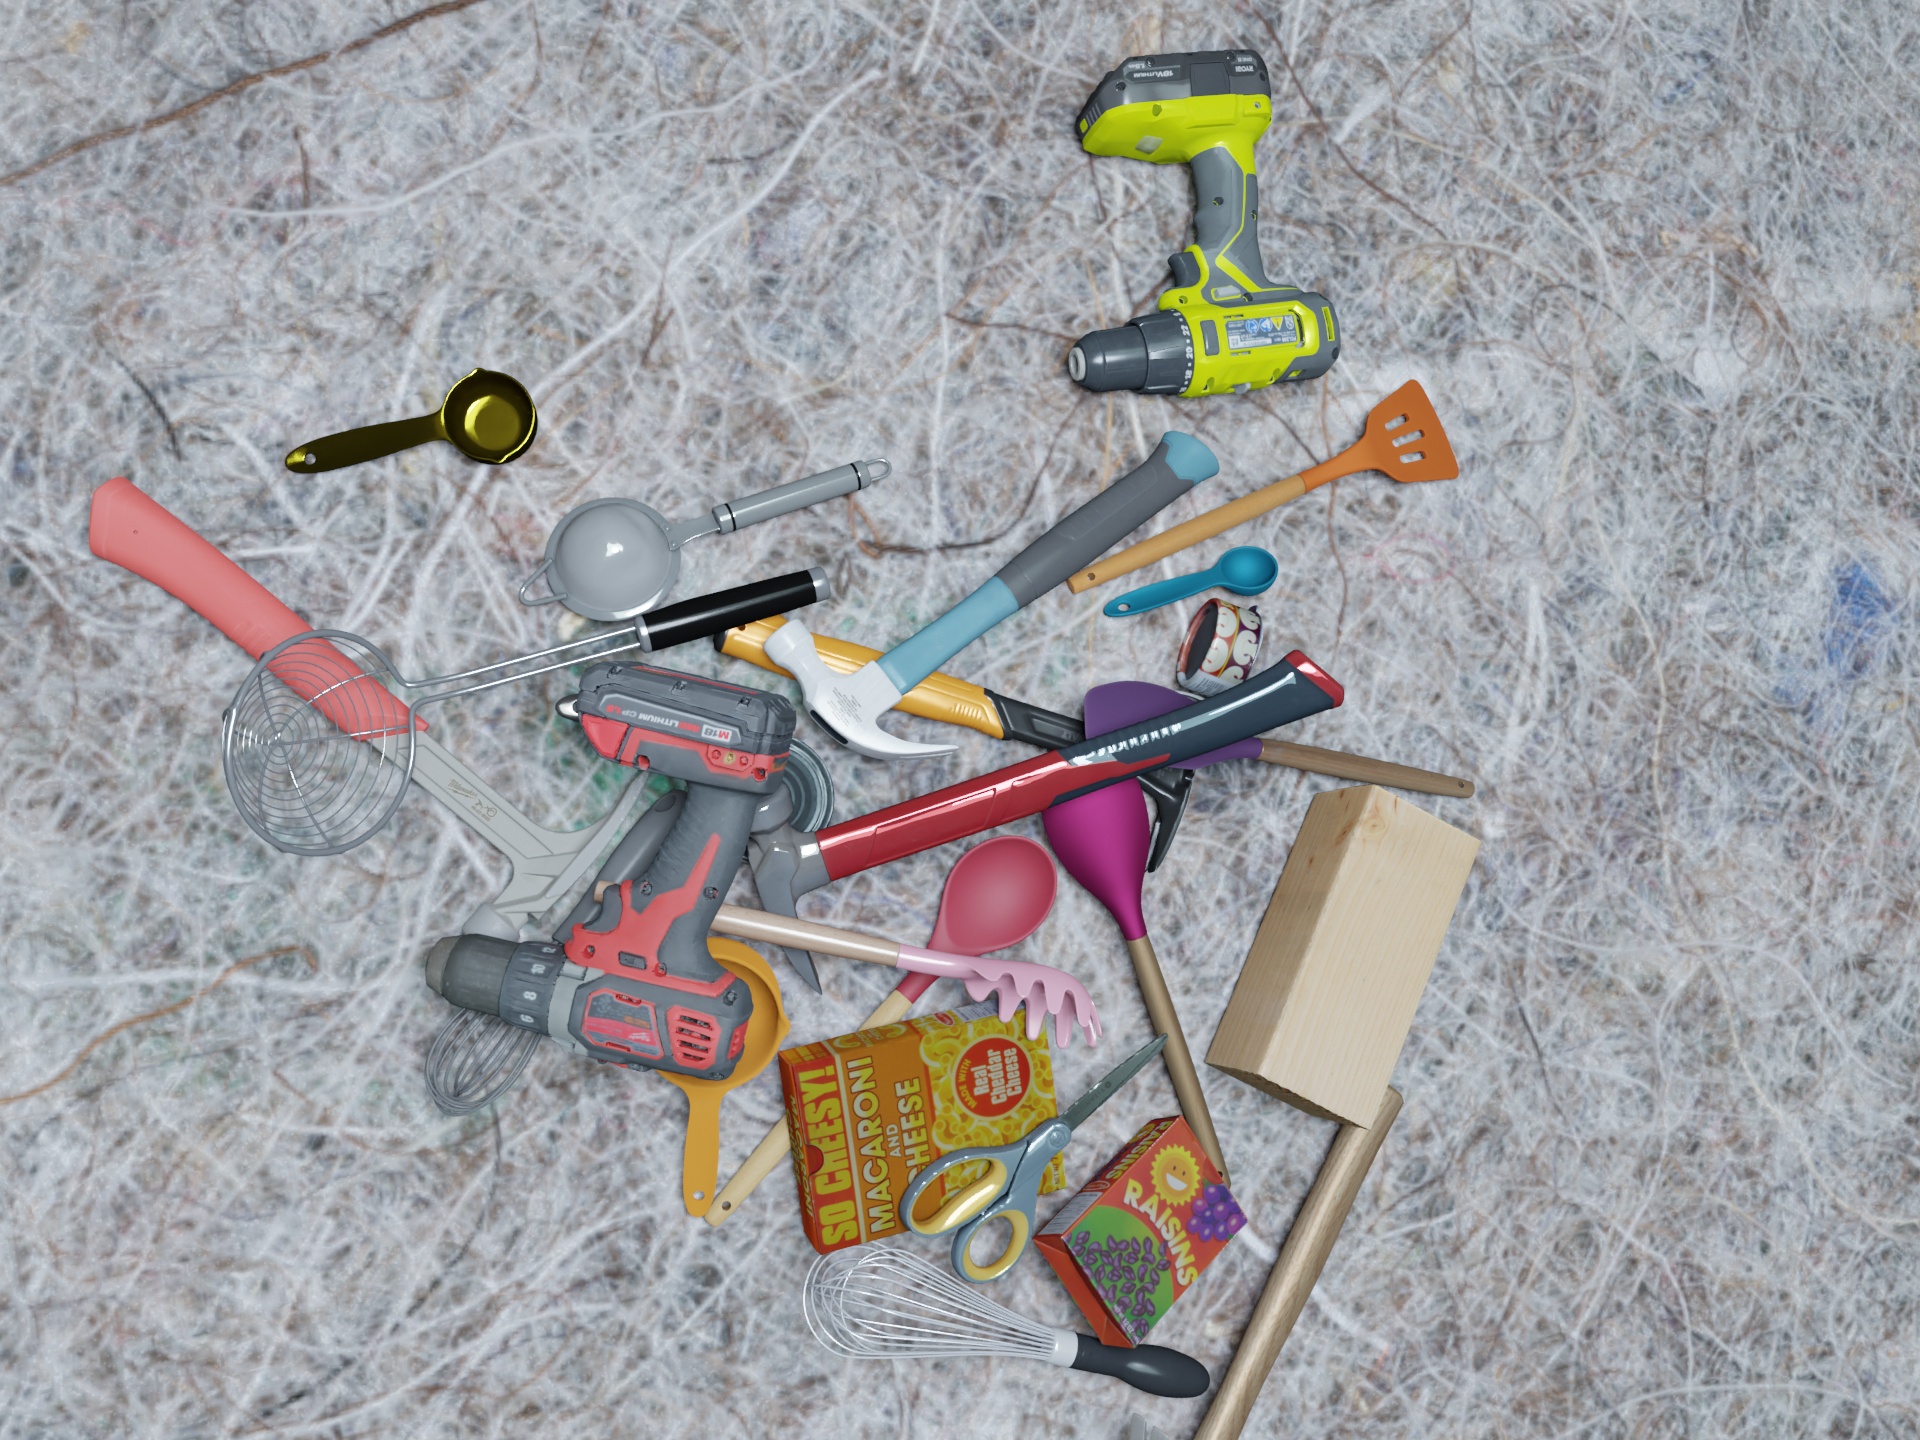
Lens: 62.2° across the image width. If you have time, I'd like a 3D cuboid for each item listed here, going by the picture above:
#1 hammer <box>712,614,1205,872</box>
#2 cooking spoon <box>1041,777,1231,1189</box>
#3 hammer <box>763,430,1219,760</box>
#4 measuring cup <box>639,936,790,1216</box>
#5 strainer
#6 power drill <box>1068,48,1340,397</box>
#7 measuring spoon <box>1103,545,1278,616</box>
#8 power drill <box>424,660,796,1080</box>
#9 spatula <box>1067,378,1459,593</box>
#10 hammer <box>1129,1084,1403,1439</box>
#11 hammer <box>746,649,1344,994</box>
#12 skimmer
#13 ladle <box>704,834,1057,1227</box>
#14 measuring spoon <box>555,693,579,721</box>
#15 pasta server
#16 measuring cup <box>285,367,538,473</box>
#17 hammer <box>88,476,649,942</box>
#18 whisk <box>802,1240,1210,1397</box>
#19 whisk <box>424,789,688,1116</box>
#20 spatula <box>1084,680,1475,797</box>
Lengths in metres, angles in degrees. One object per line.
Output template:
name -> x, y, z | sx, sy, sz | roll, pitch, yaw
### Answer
hammer -> -0.002, -0.003, 1.054 | 0.336, 0.034, 0.127 | 18, 78, -11
cooking spoon -> 0.125, 0.166, 1.052 | 0.069, 0.017, 0.319 | -19, 97, -1
hammer -> 0.039, -0.092, 1.043 | 0.331, 0.033, 0.128 | -37, 91, -17
measuring cup -> -0.157, 0.218, 0.986 | 0.095, 0.052, 0.173 | 4, 103, -9
strainer -> -0.161, -0.130, 1.028 | 0.258, 0.050, 0.087 | -21, 74, -19
power drill -> 0.154, -0.338, 1.111 | 0.190, 0.080, 0.228 | -10, 89, -15
measuring spoon -> 0.161, -0.089, 1.114 | 0.128, 0.021, 0.042 | -17, 51, -7
power drill -> -0.197, 0.082, 0.908 | 0.188, 0.080, 0.226 | 13, 94, 4
spatula -> 0.218, -0.157, 1.134 | 0.322, 0.041, 0.081 | -24, 89, -11
hammer -> 0.208, 0.385, 1.046 | 0.130, 0.031, 0.331 | 43, 69, -33
hammer -> 0.060, 0.051, 1.001 | 0.386, 0.038, 0.143 | -18, 115, -5
skimmer -> -0.239, -0.026, 0.933 | 0.363, 0.090, 0.127 | -18, 113, -18
ladle -> -0.052, 0.198, 1.022 | 0.069, 0.031, 0.315 | 43, 78, -3
measuring spoon -> -0.195, -0.007, 1.014 | 0.124, 0.018, 0.034 | 2, 83, -13
pasta server -> -0.066, 0.143, 0.961 | 0.316, 0.060, 0.040 | 13, 62, -5
measuring cup -> -0.343, -0.177, 1.000 | 0.156, 0.029, 0.062 | -14, 87, -3
hammer -> -0.367, -0.023, 0.965 | 0.359, 0.037, 0.149 | 41, 76, -7
whisk -> 0.034, 0.391, 1.008 | 0.284, 0.070, 0.070 | 20, 79, -15
whisk -> -0.242, 0.137, 0.975 | 0.055, 0.055, 0.239 | 39, 71, -7
spatula -> 0.225, 0.021, 1.091 | 0.315, 0.018, 0.060 | 11, 64, -22
